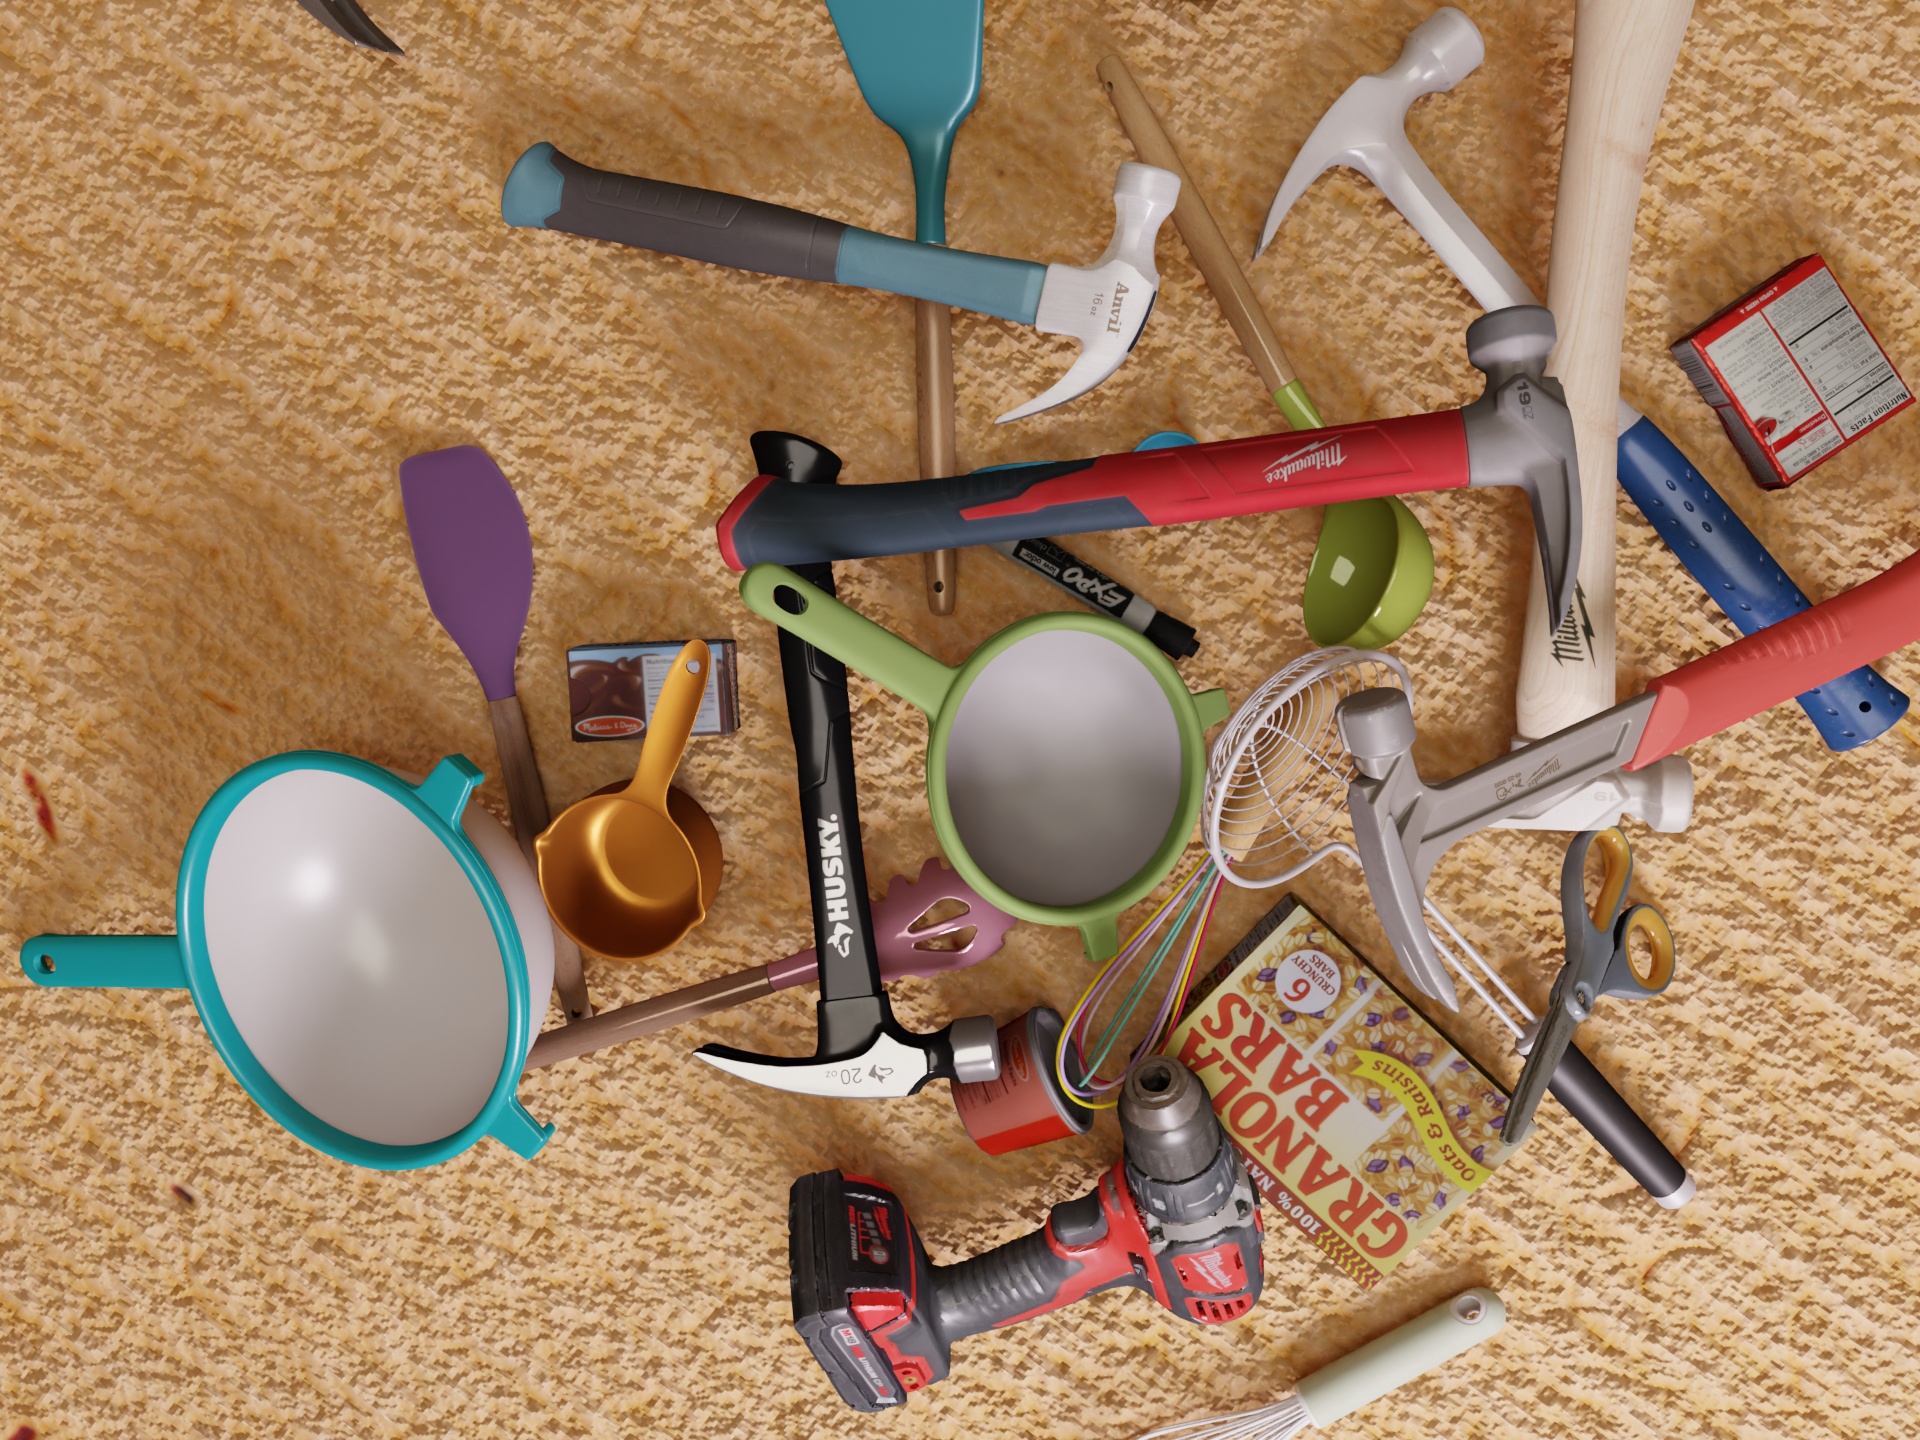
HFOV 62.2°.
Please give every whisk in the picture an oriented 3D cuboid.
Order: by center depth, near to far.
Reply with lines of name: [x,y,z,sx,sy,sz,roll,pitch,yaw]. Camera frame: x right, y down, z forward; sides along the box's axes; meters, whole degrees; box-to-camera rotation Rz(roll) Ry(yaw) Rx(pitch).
whisk: [0.123,0.086,0.796,0.047,0.051,0.245,30,84,18]
whisk: [0.175,0.363,0.832,0.246,0.058,0.059,-30,127,3]

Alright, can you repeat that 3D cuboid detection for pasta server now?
pasta server: [-0.122,0.140,0.826,0.316,0.040,0.060,-18,94,4]

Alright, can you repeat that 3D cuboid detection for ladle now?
ladle: [0.136,-0.180,0.768,0.062,0.078,0.320,-25,84,-28]

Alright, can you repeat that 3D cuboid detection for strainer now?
strainer: [-0.001,-0.002,0.766,0.256,0.069,0.151,31,78,-20]
strainer: [-0.336,0.112,0.822,0.340,0.095,0.211,-4,101,25]

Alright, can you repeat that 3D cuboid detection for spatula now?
spatula: [-0.019,-0.210,0.789,0.082,0.044,0.317,-1,97,14]
spatula: [-0.232,0.013,0.834,0.060,0.018,0.316,-12,94,-7]

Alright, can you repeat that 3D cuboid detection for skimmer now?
skimmer: [0.250,0.116,0.758,0.127,0.090,0.363,-44,99,-6]

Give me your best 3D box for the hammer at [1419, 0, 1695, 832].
hammer: [0.278,-0.147,0.740,0.146,0.038,0.410,2,105,12]

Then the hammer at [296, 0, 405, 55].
hammer: [-0.200,-0.390,0.719,0.331,0.031,0.130,2,102,31]

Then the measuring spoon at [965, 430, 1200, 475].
measuring spoon: [0.063,-0.122,0.809,0.128,0.021,0.042,-2,96,13]

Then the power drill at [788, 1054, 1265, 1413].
power drill: [0.032,0.246,0.774,0.226,0.080,0.187,-15,131,5]

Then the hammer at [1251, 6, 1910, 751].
hammer: [0.311,-0.145,0.779,0.144,0.035,0.405,-41,92,6]

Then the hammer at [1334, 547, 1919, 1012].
hammer: [0.344,-0.003,0.725,0.359,0.037,0.149,-22,106,-10]

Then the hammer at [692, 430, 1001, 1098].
hammer: [-0.073,0.020,0.791,0.146,0.035,0.335,-8,85,3]

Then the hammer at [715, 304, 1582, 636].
hammer: [0.076,-0.090,0.725,0.386,0.038,0.143,-6,80,12]

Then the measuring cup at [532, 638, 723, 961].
measuring cup: [-0.151,0.036,0.804,0.095,0.052,0.173,23,104,6]

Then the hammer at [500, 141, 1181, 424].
hammer: [-0.069,-0.230,0.770,0.331,0.033,0.128,15,104,11]
